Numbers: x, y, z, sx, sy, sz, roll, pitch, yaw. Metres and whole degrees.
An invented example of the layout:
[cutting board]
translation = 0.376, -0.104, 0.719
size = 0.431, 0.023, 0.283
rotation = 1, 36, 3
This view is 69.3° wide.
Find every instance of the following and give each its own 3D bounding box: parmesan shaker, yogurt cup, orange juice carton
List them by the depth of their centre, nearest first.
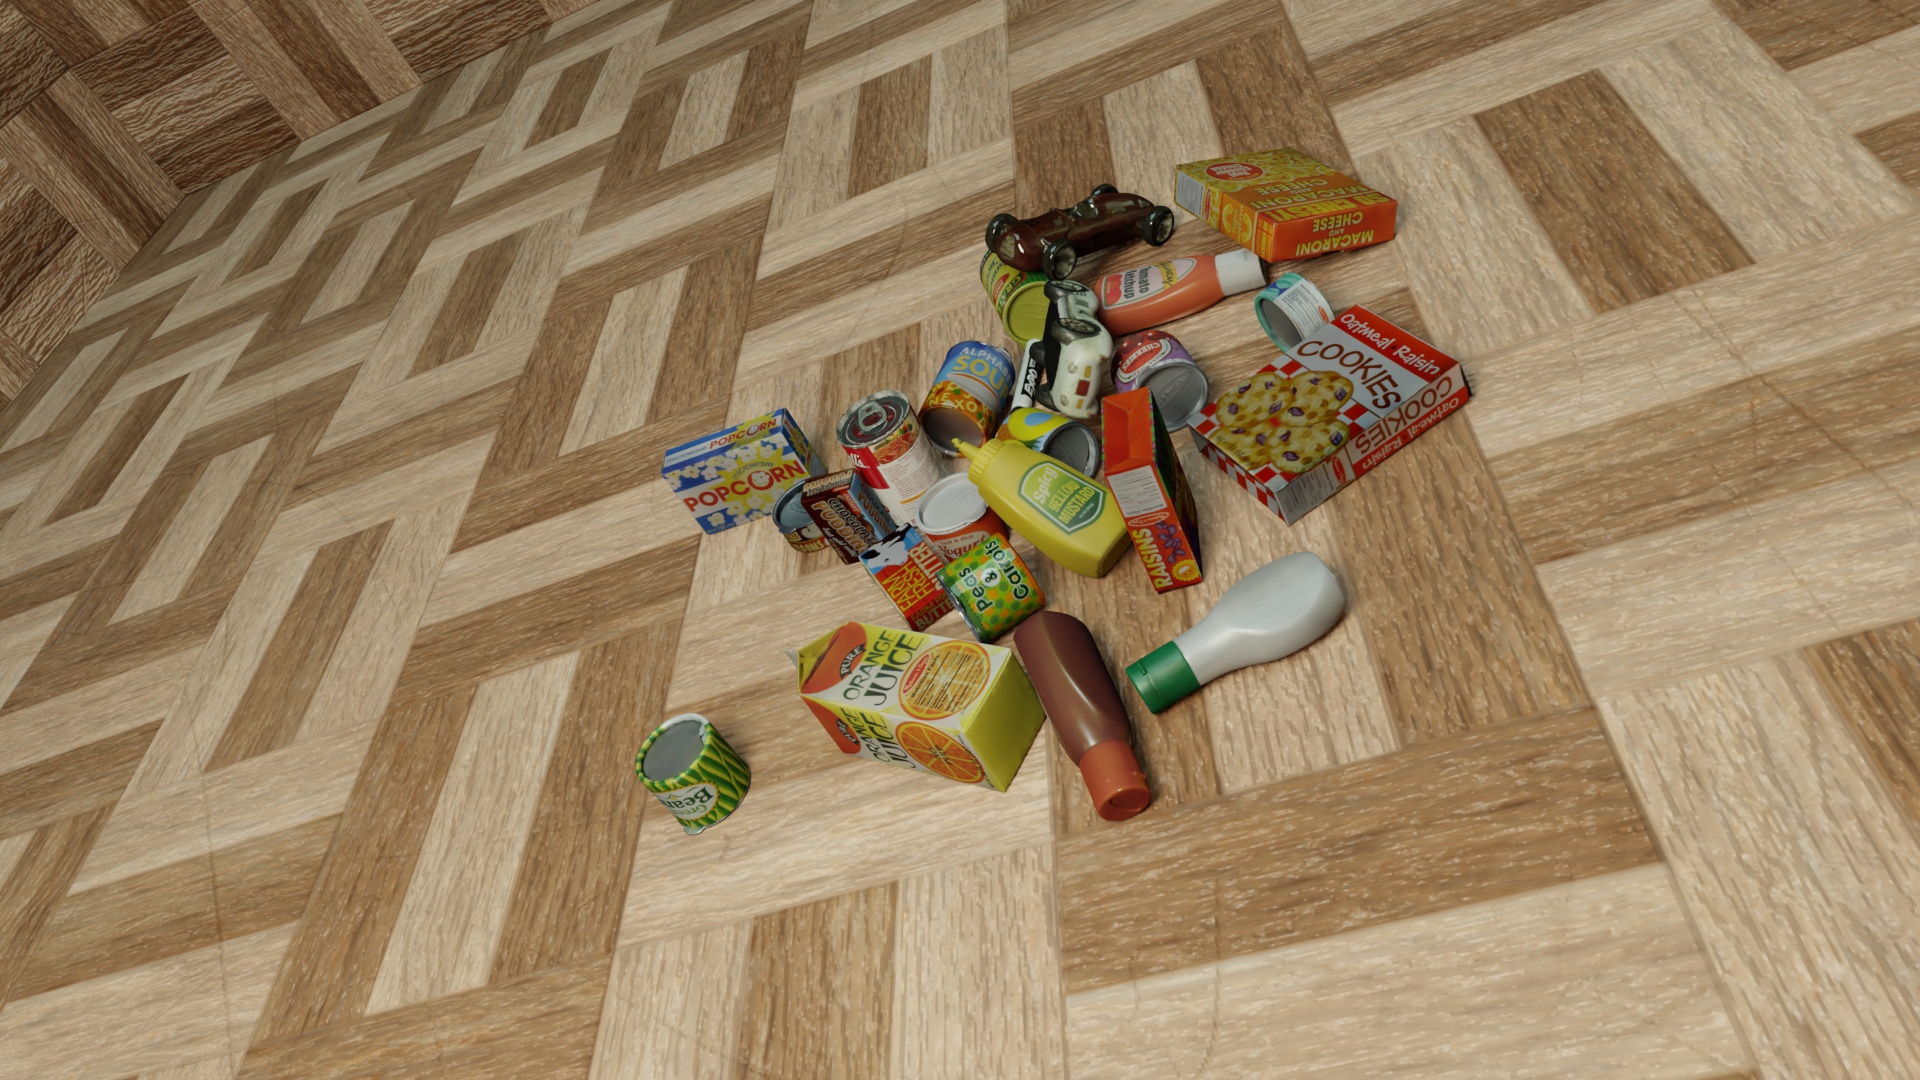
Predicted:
[orange juice carton]
translation = -0.042, 0.113, 0.989
size = 0.192, 0.071, 0.073
rotation = 6, 51, 37
[yogurt cup]
translation = 0.004, -0.014, 1.114
size = 0.072, 0.053, 0.073
rotation = -18, 39, 16
[parmesan shaker]
translation = 0.059, -0.234, 1.316
size = 0.071, 0.071, 0.103
rotation = -27, 37, 5

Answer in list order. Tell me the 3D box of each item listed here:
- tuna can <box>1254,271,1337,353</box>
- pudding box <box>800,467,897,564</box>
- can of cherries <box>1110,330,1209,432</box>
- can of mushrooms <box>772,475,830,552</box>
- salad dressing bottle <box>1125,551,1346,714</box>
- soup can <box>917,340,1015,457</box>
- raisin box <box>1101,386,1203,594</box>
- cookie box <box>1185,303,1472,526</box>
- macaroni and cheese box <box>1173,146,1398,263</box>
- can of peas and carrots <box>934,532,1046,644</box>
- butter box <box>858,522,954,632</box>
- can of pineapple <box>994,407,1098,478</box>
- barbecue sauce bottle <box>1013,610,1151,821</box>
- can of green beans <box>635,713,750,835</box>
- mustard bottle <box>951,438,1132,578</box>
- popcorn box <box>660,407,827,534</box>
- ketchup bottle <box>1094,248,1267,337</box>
[tuna can]
translation = 0.269, -0.180, 1.118
size = 0.033, 0.071, 0.071
rotation = -37, 38, -6
[pudding box]
translation = -0.092, -0.020, 1.160
size = 0.049, 0.083, 0.030
rotation = -13, 44, 21
[can of cherries]
translation = 0.160, -0.131, 1.128
size = 0.071, 0.071, 0.058
rotation = -27, 38, 5
[can of mushrooms]
translation = -0.131, -0.022, 1.228
size = 0.071, 0.033, 0.071
rotation = -17, 40, 15
[salad dressing bottle]
translation = 0.181, 0.063, 0.922
size = 0.147, 0.043, 0.064
rotation = -31, 40, 2
[soup can]
translation = 0.007, -0.126, 1.224
size = 0.071, 0.071, 0.084
rotation = -3, 46, 31
[raisin box]
translation = 0.137, -0.035, 0.994
size = 0.040, 0.123, 0.086
rotation = -15, 41, 17
[cookie box]
translation = 0.274, -0.098, 1.043
size = 0.167, 0.040, 0.123
rotation = -35, 38, -4
[macaroni and cheese box]
translation = 0.283, -0.298, 1.226
size = 0.124, 0.040, 0.167
rotation = -14, 35, -17
[can of peas and carrots]
translation = 0.022, 0.035, 1.034
size = 0.059, 0.070, 0.071
rotation = -34, 38, -5
[butter box]
translation = -0.039, 0.029, 1.118
size = 0.053, 0.024, 0.104
rotation = -35, 38, -5
[can of pineapple]
translation = 0.067, -0.070, 1.124
size = 0.071, 0.070, 0.058
rotation = -45, 39, -18
[barbecue sauce bottle]
translation = 0.083, 0.114, 0.917
size = 0.043, 0.065, 0.149
rotation = -45, 42, 22
[can of green beans]
translation = -0.200, 0.172, 1.037
size = 0.071, 0.057, 0.071
rotation = -18, 40, 16
[mustard bottle]
translation = 0.055, -0.036, 1.056
size = 0.160, 0.048, 0.065
rotation = 33, 64, 17
[popcorn box]
translation = -0.198, -0.062, 1.273
size = 0.126, 0.085, 0.038
rotation = -18, 41, 15
[ketchup bottle]
translation = 0.195, -0.224, 1.232
size = 0.148, 0.043, 0.065
rotation = -12, 44, 21
